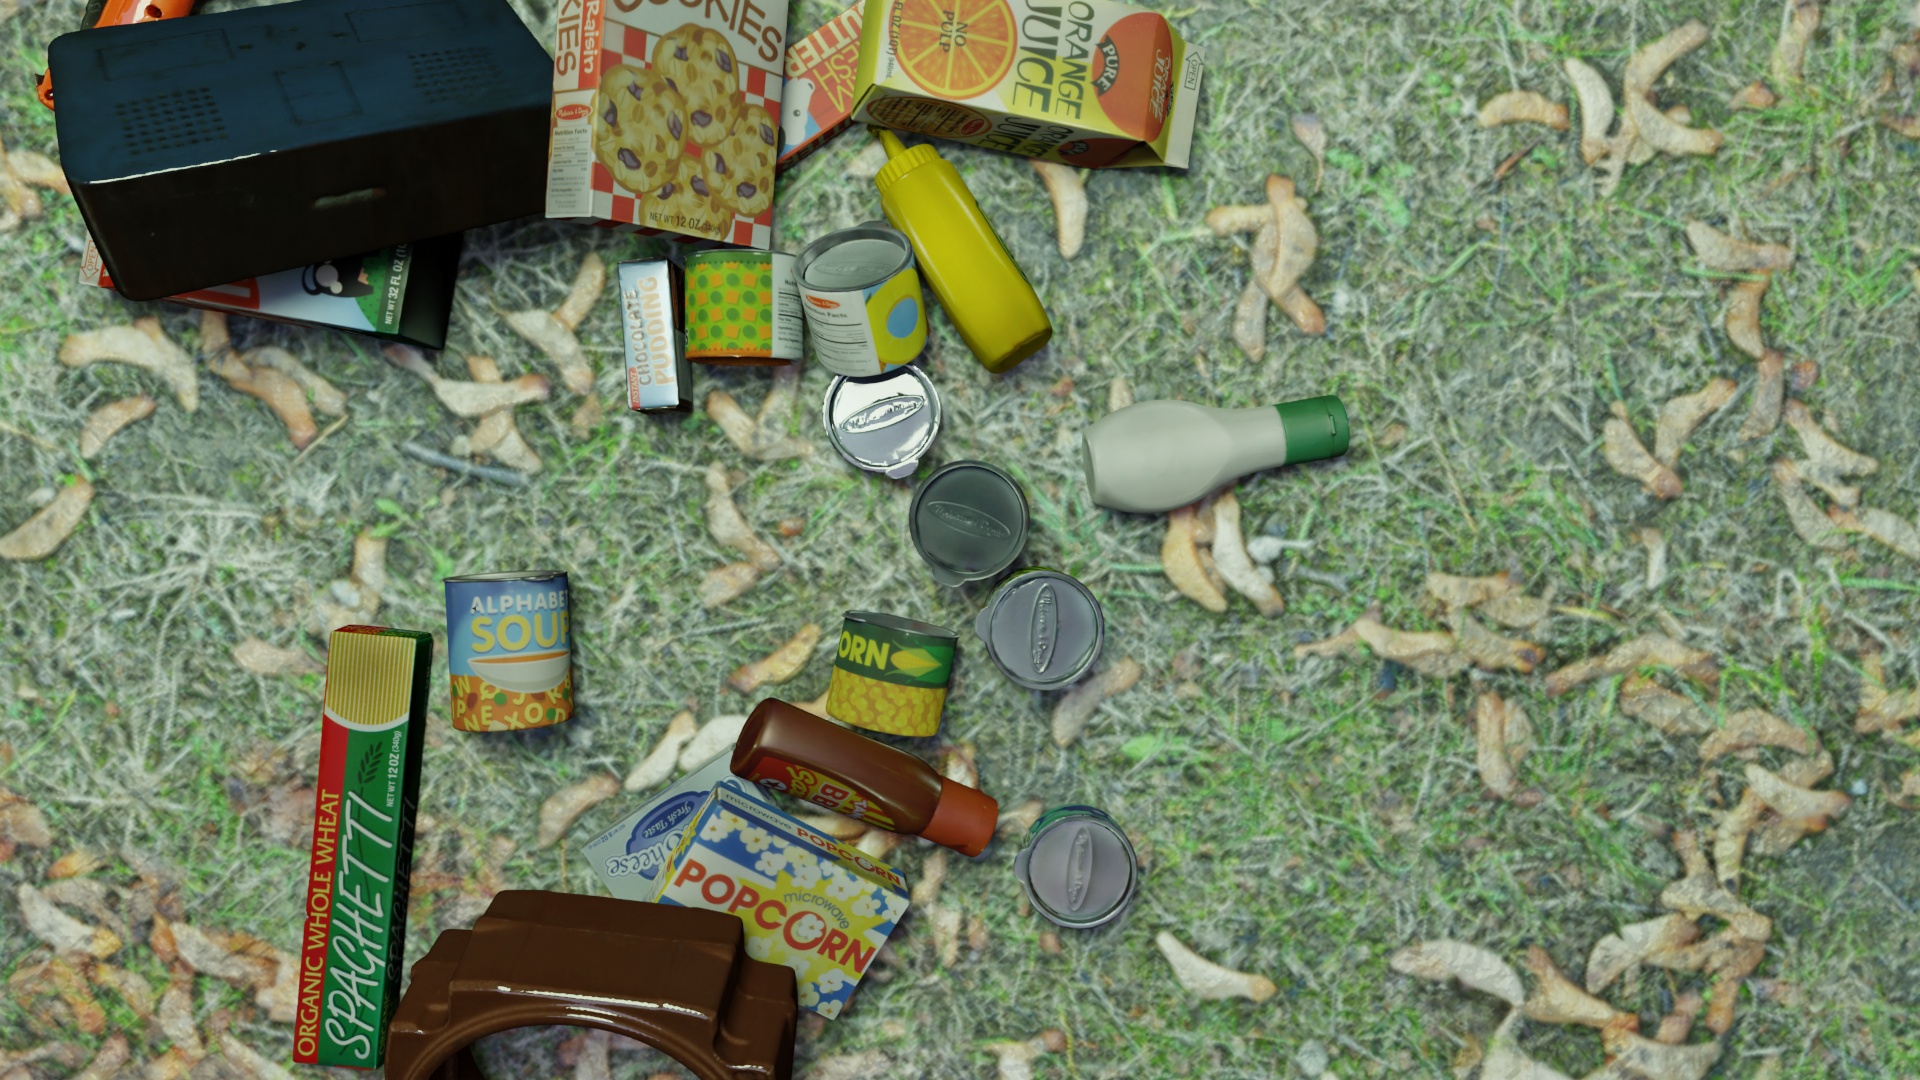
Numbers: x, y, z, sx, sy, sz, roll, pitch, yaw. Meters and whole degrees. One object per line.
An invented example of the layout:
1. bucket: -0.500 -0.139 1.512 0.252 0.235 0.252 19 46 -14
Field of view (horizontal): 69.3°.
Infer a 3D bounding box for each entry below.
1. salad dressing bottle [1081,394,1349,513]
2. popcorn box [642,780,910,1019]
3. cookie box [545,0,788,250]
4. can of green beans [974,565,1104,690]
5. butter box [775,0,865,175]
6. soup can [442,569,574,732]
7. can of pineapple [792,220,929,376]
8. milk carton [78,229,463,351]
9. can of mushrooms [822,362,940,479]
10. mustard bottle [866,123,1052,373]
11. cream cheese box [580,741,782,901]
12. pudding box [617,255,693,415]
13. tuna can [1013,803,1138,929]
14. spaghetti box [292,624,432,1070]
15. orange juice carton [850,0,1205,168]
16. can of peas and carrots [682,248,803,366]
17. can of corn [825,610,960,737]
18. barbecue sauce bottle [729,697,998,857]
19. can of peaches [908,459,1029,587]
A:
1. salad dressing bottle: 0.146 -0.054 0.796 0.148 0.044 0.064 -9 89 -3
2. popcorn box: -0.103 0.201 0.777 0.126 0.038 0.085 31 96 -15
3. cookie box: -0.148 -0.242 0.722 0.040 0.123 0.167 9 97 37
4. can of green beans: 0.045 0.048 0.786 0.071 0.058 0.071 0 91 -2
5. butter box: -0.078 -0.260 0.795 0.103 0.024 0.053 -34 91 -1
6. soup can: -0.249 0.060 0.771 0.071 0.071 0.083 -3 92 -2
7. can of pineapple: -0.052 -0.133 0.765 0.071 0.071 0.057 -13 132 -1
8. milk carton: -0.384 -0.158 0.763 0.191 0.073 0.072 11 90 -1
9. can of mushrooms: -0.044 -0.069 0.794 0.071 0.033 0.071 0 90 -2
10. mustard bottle: -0.007 -0.171 0.780 0.049 0.065 0.160 -32 87 2
11. cream cheese box: -0.159 0.167 0.799 0.104 0.024 0.053 -34 93 -1
12. pudding box: -0.171 -0.114 0.782 0.030 0.049 0.083 -4 92 0
13. tuna can: 0.065 0.187 0.801 0.071 0.033 0.071 0 91 -2
14. spaghetti box: -0.340 0.175 0.791 0.050 0.028 0.250 5 90 -1
15. orange juice carton: 0.042 -0.256 0.764 0.193 0.073 0.071 7 90 -15
16. can of peas and carrots: -0.123 -0.129 0.776 0.071 0.071 0.058 0 92 -2
17. can of corn: -0.040 0.074 0.778 0.071 0.071 0.058 12 91 -2
18. barbecue sauce bottle: -0.051 0.135 0.780 0.148 0.064 0.044 24 60 -15
19. can of peaches: 0.003 -0.010 0.784 0.071 0.058 0.071 0 92 -2
